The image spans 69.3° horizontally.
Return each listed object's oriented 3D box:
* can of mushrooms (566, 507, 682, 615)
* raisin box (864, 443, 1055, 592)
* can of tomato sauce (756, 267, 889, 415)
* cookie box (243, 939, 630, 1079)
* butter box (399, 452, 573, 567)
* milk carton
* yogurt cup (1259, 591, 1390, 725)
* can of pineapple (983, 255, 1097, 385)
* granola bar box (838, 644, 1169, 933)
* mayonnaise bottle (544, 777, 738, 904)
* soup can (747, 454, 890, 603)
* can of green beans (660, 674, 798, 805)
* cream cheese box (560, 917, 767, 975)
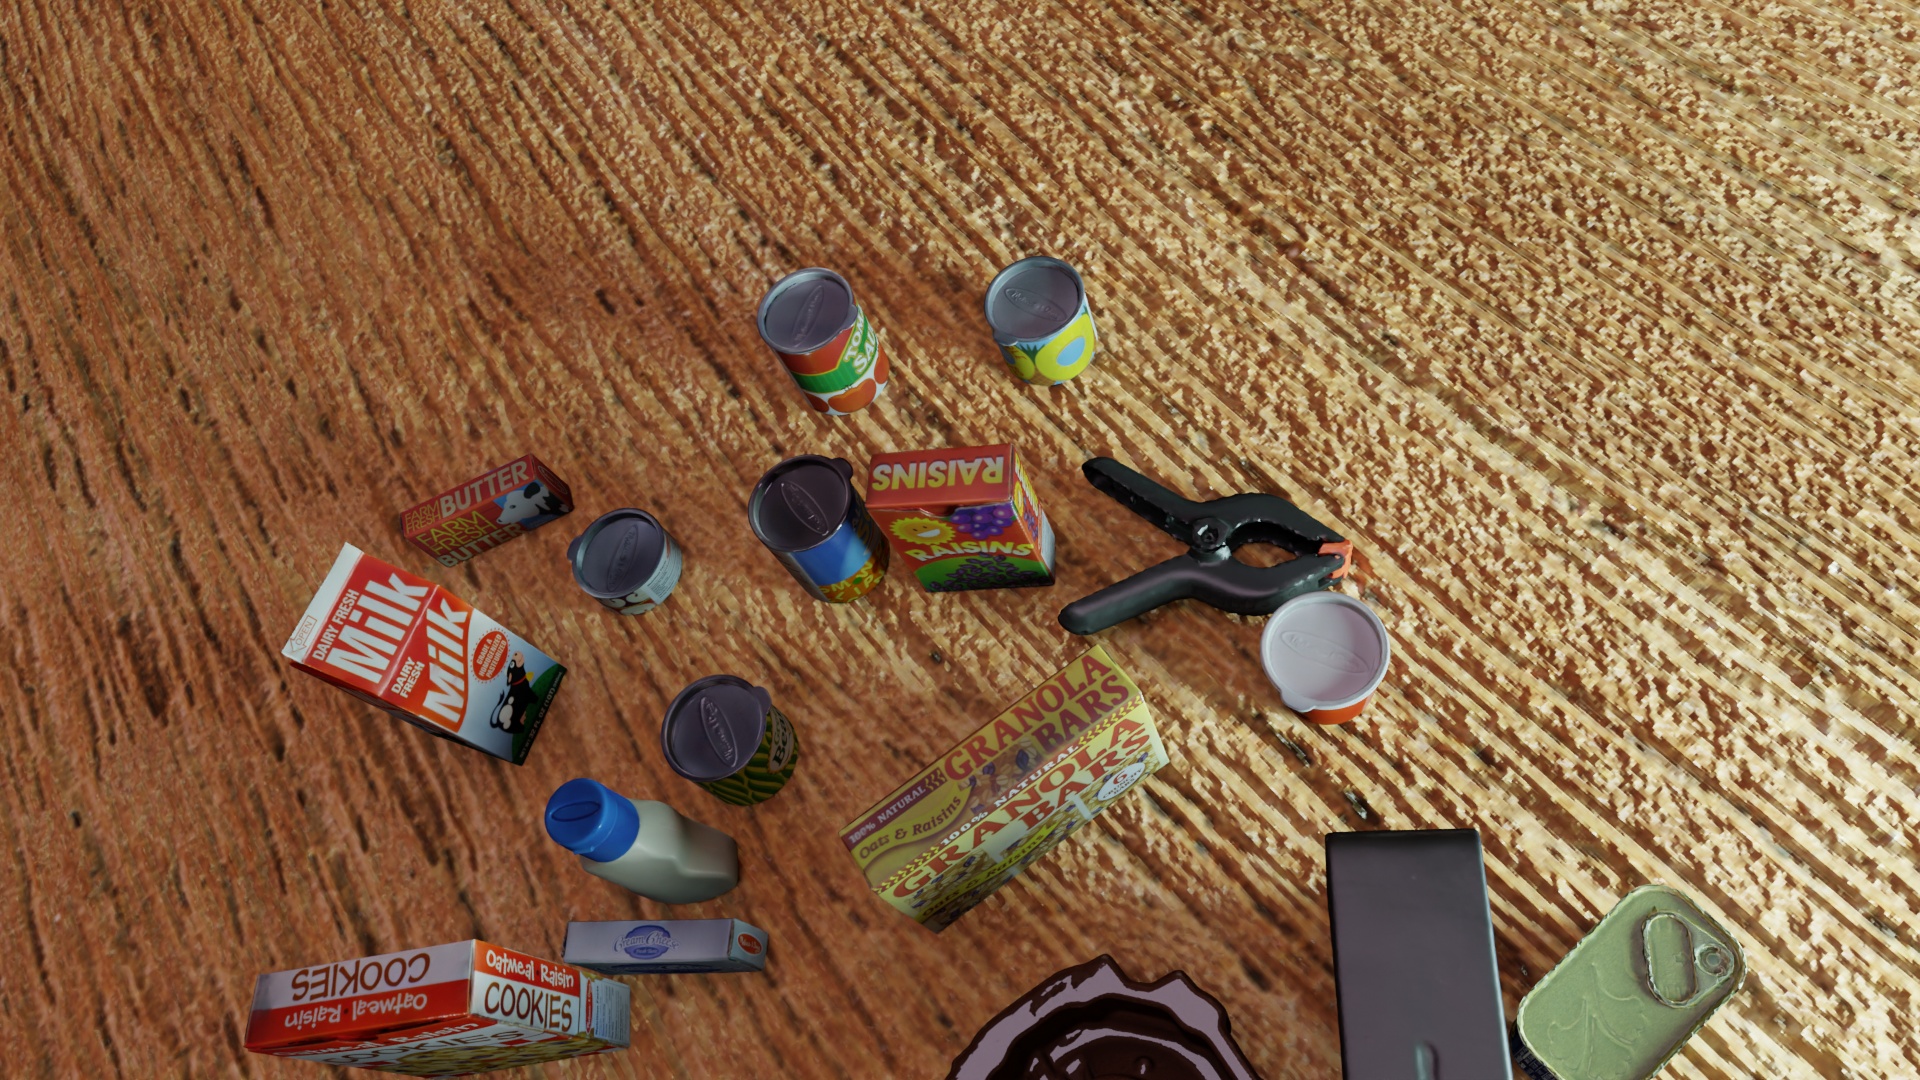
[{"bbox_3d":[-0.224,0.014,0.928,0.071,0.033,0.071,-6,63,13],"label":"can of mushrooms"},{"bbox_3d":[0.003,-0.010,0.824,0.086,0.123,0.040,-3,64,15],"label":"raisin box"},{"bbox_3d":[-0.089,-0.132,0.933,0.071,0.083,0.071,-6,63,13],"label":"can of tomato sauce"},{"bbox_3d":[-0.271,0.256,0.745,0.123,0.167,0.040,-12,62,10],"label":"cookie box"},{"bbox_3d":[-0.328,-0.020,0.963,0.103,0.053,0.024,-24,61,3],"label":"butter box"},{"bbox_3d":[-0.328,0.070,0.839,0.073,0.190,0.072,13,69,21],"label":"milk carton"},{"bbox_3d":[0.202,0.068,0.769,0.072,0.053,0.072,-6,63,13],"label":"yogurt cup"},{"bbox_3d":[0.052,-0.142,0.913,0.071,0.057,0.071,-6,63,13],"label":"can of pineapple"},{"bbox_3d":[0.028,0.136,0.745,0.166,0.124,0.039,-36,61,-3],"label":"granola bar box"},{"bbox_3d":[-0.178,0.169,0.773,0.065,0.147,0.041,-12,62,10],"label":"mayonnaise bottle"},{"bbox_3d":[-0.084,-0.007,0.870,0.071,0.083,0.071,-6,63,13],"label":"soup can"},{"bbox_3d":[-0.138,0.121,0.837,0.071,0.057,0.071,-6,63,13],"label":"can of green beans"},{"bbox_3d":[-0.168,0.232,0.793,0.104,0.053,0.024,-5,64,13],"label":"cream cheese box"}]
